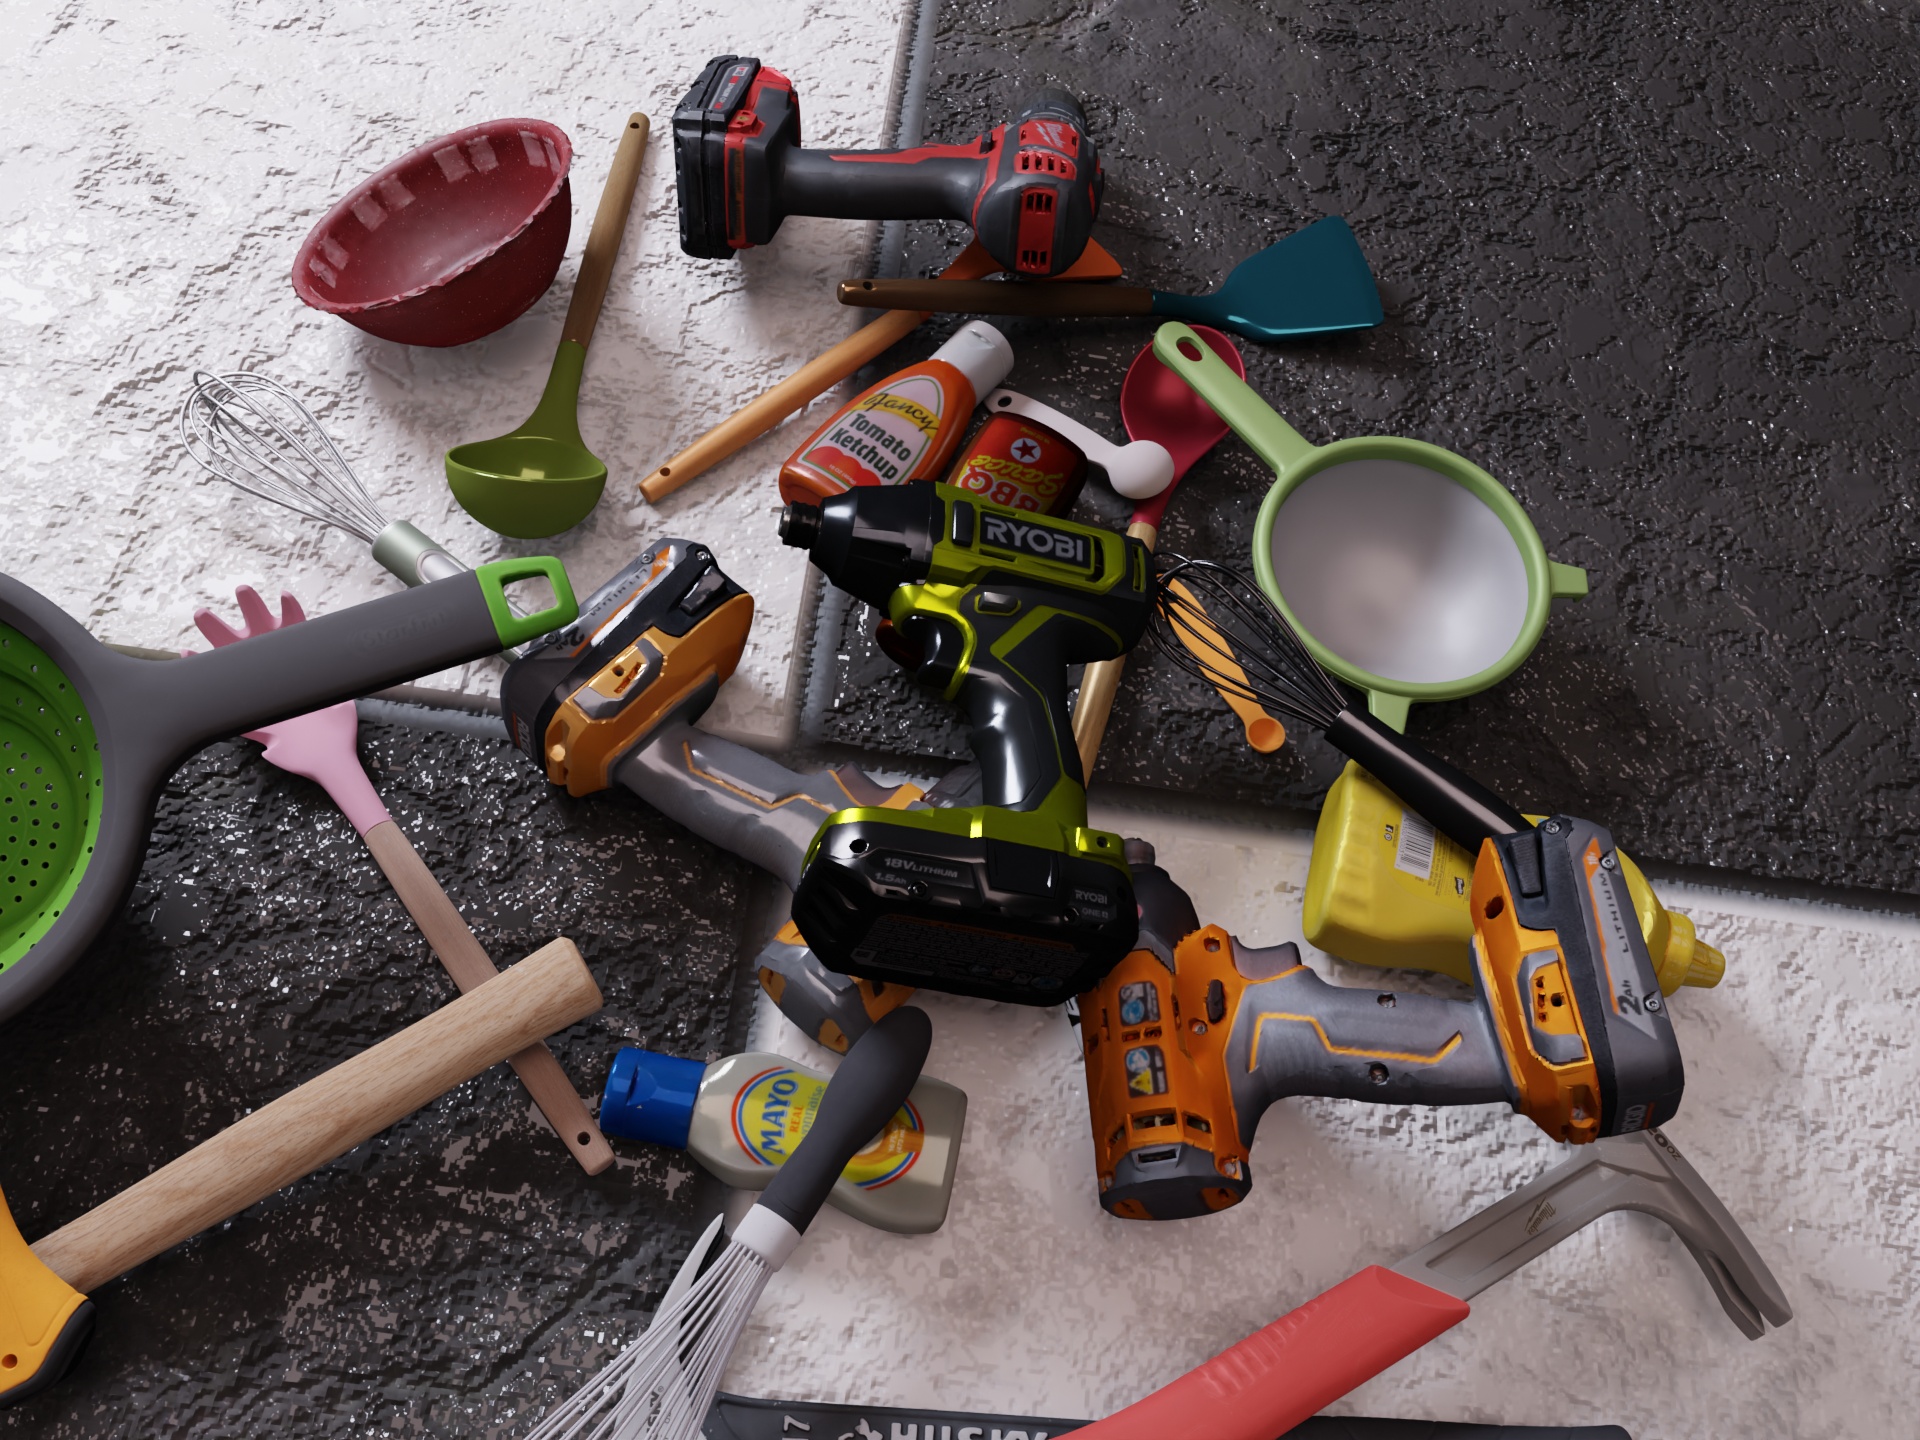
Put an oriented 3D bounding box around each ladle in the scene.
[{"bbox_3d":[-0.204,-0.227,0.855,0.078,0.062,0.320,8,59,-3],"label":"ladle"},{"bbox_3d":[0.091,-0.079,0.829,0.069,0.031,0.316,9,62,17],"label":"ladle"}]

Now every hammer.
[{"bbox_3d":[0.069,0.285,0.630,0.409,0.036,0.149,5,61,-5],"label":"hammer"},{"bbox_3d":[-0.295,0.184,0.625,0.331,0.031,0.130,-29,71,-15],"label":"hammer"},{"bbox_3d":[0.159,0.250,0.625,0.359,0.036,0.149,-19,58,-25],"label":"hammer"},{"bbox_3d":[-0.411,0.094,0.574,0.127,0.034,0.337,-27,86,-16],"label":"hammer"}]

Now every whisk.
[{"bbox_3d":[0.177,-0.002,0.732,0.239,0.055,0.055,39,64,16],"label":"whisk"},{"bbox_3d":[-0.090,0.221,0.591,0.070,0.070,0.285,32,61,10],"label":"whisk"},{"bbox_3d":[-0.284,-0.094,0.777,0.246,0.059,0.058,37,64,7],"label":"whisk"}]

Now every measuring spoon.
[{"bbox_3d":[0.130,-0.030,0.820,0.021,0.011,0.117,-24,64,-13],"label":"measuring spoon"},{"bbox_3d":[0.060,-0.156,0.855,0.124,0.018,0.034,31,73,26],"label":"measuring spoon"}]

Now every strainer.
[{"bbox_3d":[0.184,-0.104,0.830,0.151,0.069,0.256,-34,71,-19],"label":"strainer"}]

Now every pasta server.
[{"bbox_3d":[-0.245,0.067,0.703,0.060,0.040,0.316,-35,73,-16],"label":"pasta server"}]

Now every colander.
[{"bbox_3d":[-0.356,0.013,0.669,0.397,0.094,0.204,-19,83,-15],"label":"colander"}]

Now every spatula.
[{"bbox_3d":[0.085,-0.243,0.890,0.317,0.044,0.082,-5,67,-22],"label":"spatula"},{"bbox_3d":[-0.044,-0.208,0.884,0.322,0.041,0.081,-38,72,-19],"label":"spatula"}]

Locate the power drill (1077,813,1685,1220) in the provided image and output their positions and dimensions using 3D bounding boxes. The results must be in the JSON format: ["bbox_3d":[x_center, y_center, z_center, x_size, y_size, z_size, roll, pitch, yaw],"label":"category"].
[{"bbox_3d":[0.159,0.109,0.661,0.226,0.084,0.164,-12,58,12],"label":"power drill"}]

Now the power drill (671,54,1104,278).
[{"bbox_3d":[-0.032,-0.315,0.887,0.226,0.080,0.188,6,39,2],"label":"power drill"}]

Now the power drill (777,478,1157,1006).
[{"bbox_3d":[-0.001,-0.002,0.681,0.171,0.080,0.223,12,55,-14],"label":"power drill"}]

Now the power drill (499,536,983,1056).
[{"bbox_3d":[-0.072,0.016,0.731,0.226,0.084,0.185,40,63,9],"label":"power drill"}]
